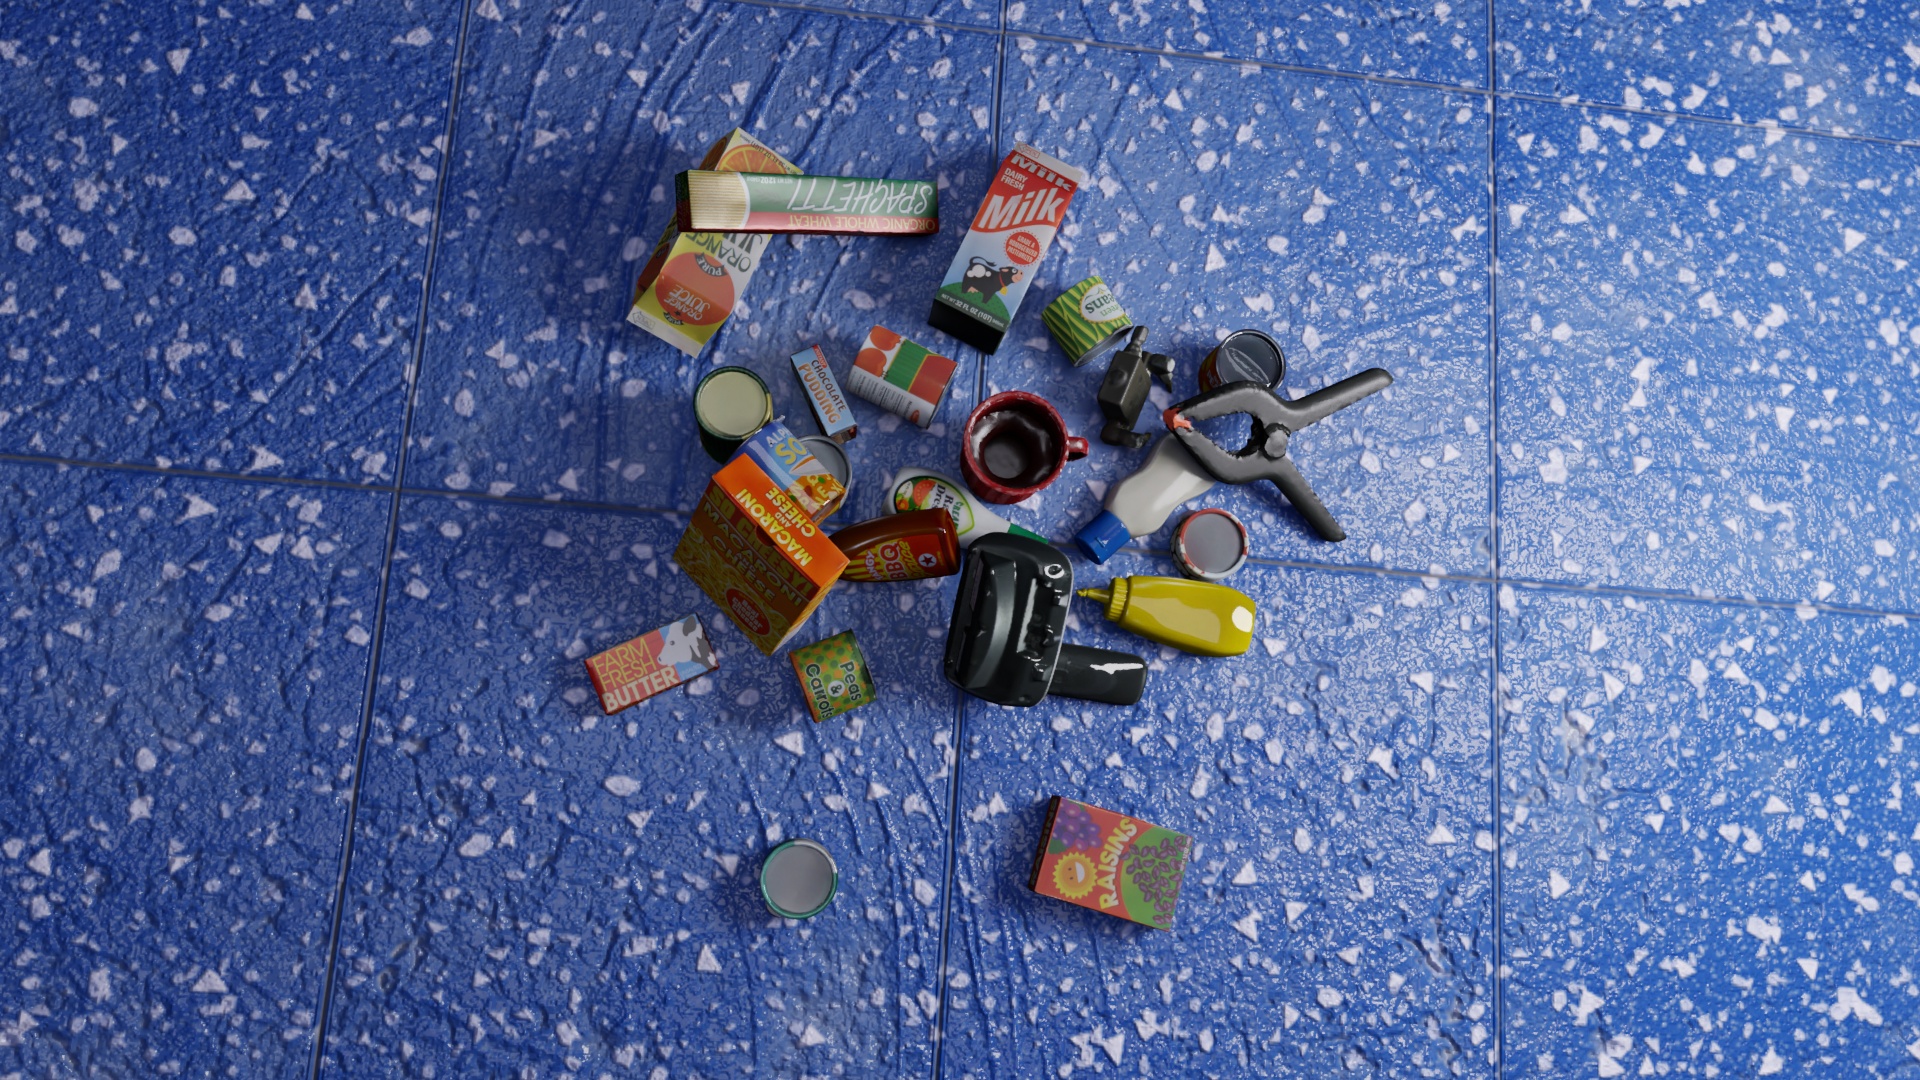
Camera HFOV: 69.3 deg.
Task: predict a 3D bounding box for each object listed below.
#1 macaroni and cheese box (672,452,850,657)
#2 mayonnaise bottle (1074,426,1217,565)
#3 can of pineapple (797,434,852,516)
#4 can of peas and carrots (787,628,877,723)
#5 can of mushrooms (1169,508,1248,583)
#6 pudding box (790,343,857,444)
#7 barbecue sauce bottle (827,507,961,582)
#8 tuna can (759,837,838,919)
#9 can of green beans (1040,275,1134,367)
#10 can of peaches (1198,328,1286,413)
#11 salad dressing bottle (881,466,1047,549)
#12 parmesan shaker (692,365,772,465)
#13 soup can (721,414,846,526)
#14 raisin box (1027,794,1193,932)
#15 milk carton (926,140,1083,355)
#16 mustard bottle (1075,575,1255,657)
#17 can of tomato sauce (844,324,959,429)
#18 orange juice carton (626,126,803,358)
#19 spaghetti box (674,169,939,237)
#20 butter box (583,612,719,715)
[{"bbox_3d":[-0.168,0.017,1.145,0.124,0.165,0.040,46,58,2],"label":"macaroni and cheese box"},{"bbox_3d":[0.168,-0.038,1.263,0.148,0.041,0.064,-41,94,-11],"label":"mayonnaise bottle"},{"bbox_3d":[-0.131,-0.054,1.219,0.071,0.057,0.071,1,80,-7],"label":"can of pineapple"},{"bbox_3d":[-0.109,0.117,1.184,0.059,0.071,0.071,-21,83,-9],"label":"can of peas and carrots"},{"bbox_3d":[0.226,0.003,1.266,0.071,0.033,0.071,1,81,-6],"label":"can of mushrooms"},{"bbox_3d":[-0.122,-0.127,1.237,0.030,0.049,0.084,-24,83,-9],"label":"pudding box"},{"bbox_3d":[-0.077,0.010,1.203,0.148,0.064,0.044,-8,42,10],"label":"barbecue sauce bottle"},{"bbox_3d":[-0.138,0.287,1.169,0.071,0.032,0.071,1,79,-7],"label":"tuna can"},{"bbox_3d":[0.116,-0.201,1.272,0.071,0.071,0.058,-32,85,-11],"label":"can of green beans"},{"bbox_3d":[0.258,-0.154,1.286,0.071,0.058,0.071,1,81,-7],"label":"can of peaches"},{"bbox_3d":[0.004,-0.015,1.235,0.148,0.044,0.064,25,90,-2],"label":"salad dressing bottle"},{"bbox_3d":[-0.194,-0.108,1.198,0.071,0.103,0.071,1,80,-7],"label":"parmesan shaker"},{"bbox_3d":[-0.144,-0.050,1.151,0.071,0.071,0.084,-44,87,-12],"label":"soup can"},{"bbox_3d":[0.129,0.278,1.201,0.123,0.040,0.086,18,79,-5],"label":"raisin box"},{"bbox_3d":[0.044,-0.274,1.272,0.072,0.073,0.191,27,78,-2],"label":"milk carton"},{"bbox_3d":[0.181,0.061,1.242,0.160,0.048,0.065,14,78,-4],"label":"mustard bottle"},{"bbox_3d":[-0.052,-0.148,1.242,0.083,0.071,0.071,26,78,-1],"label":"can of tomato sauce"},{"bbox_3d":[-0.221,-0.260,1.228,0.072,0.073,0.193,31,77,-26],"label":"orange juice carton"},{"bbox_3d":[-0.128,-0.295,1.222,0.251,0.028,0.050,-7,98,-33],"label":"spaghetti box"},{"bbox_3d":[-0.264,0.106,1.191,0.104,0.024,0.053,-24,83,-11],"label":"butter box"}]
